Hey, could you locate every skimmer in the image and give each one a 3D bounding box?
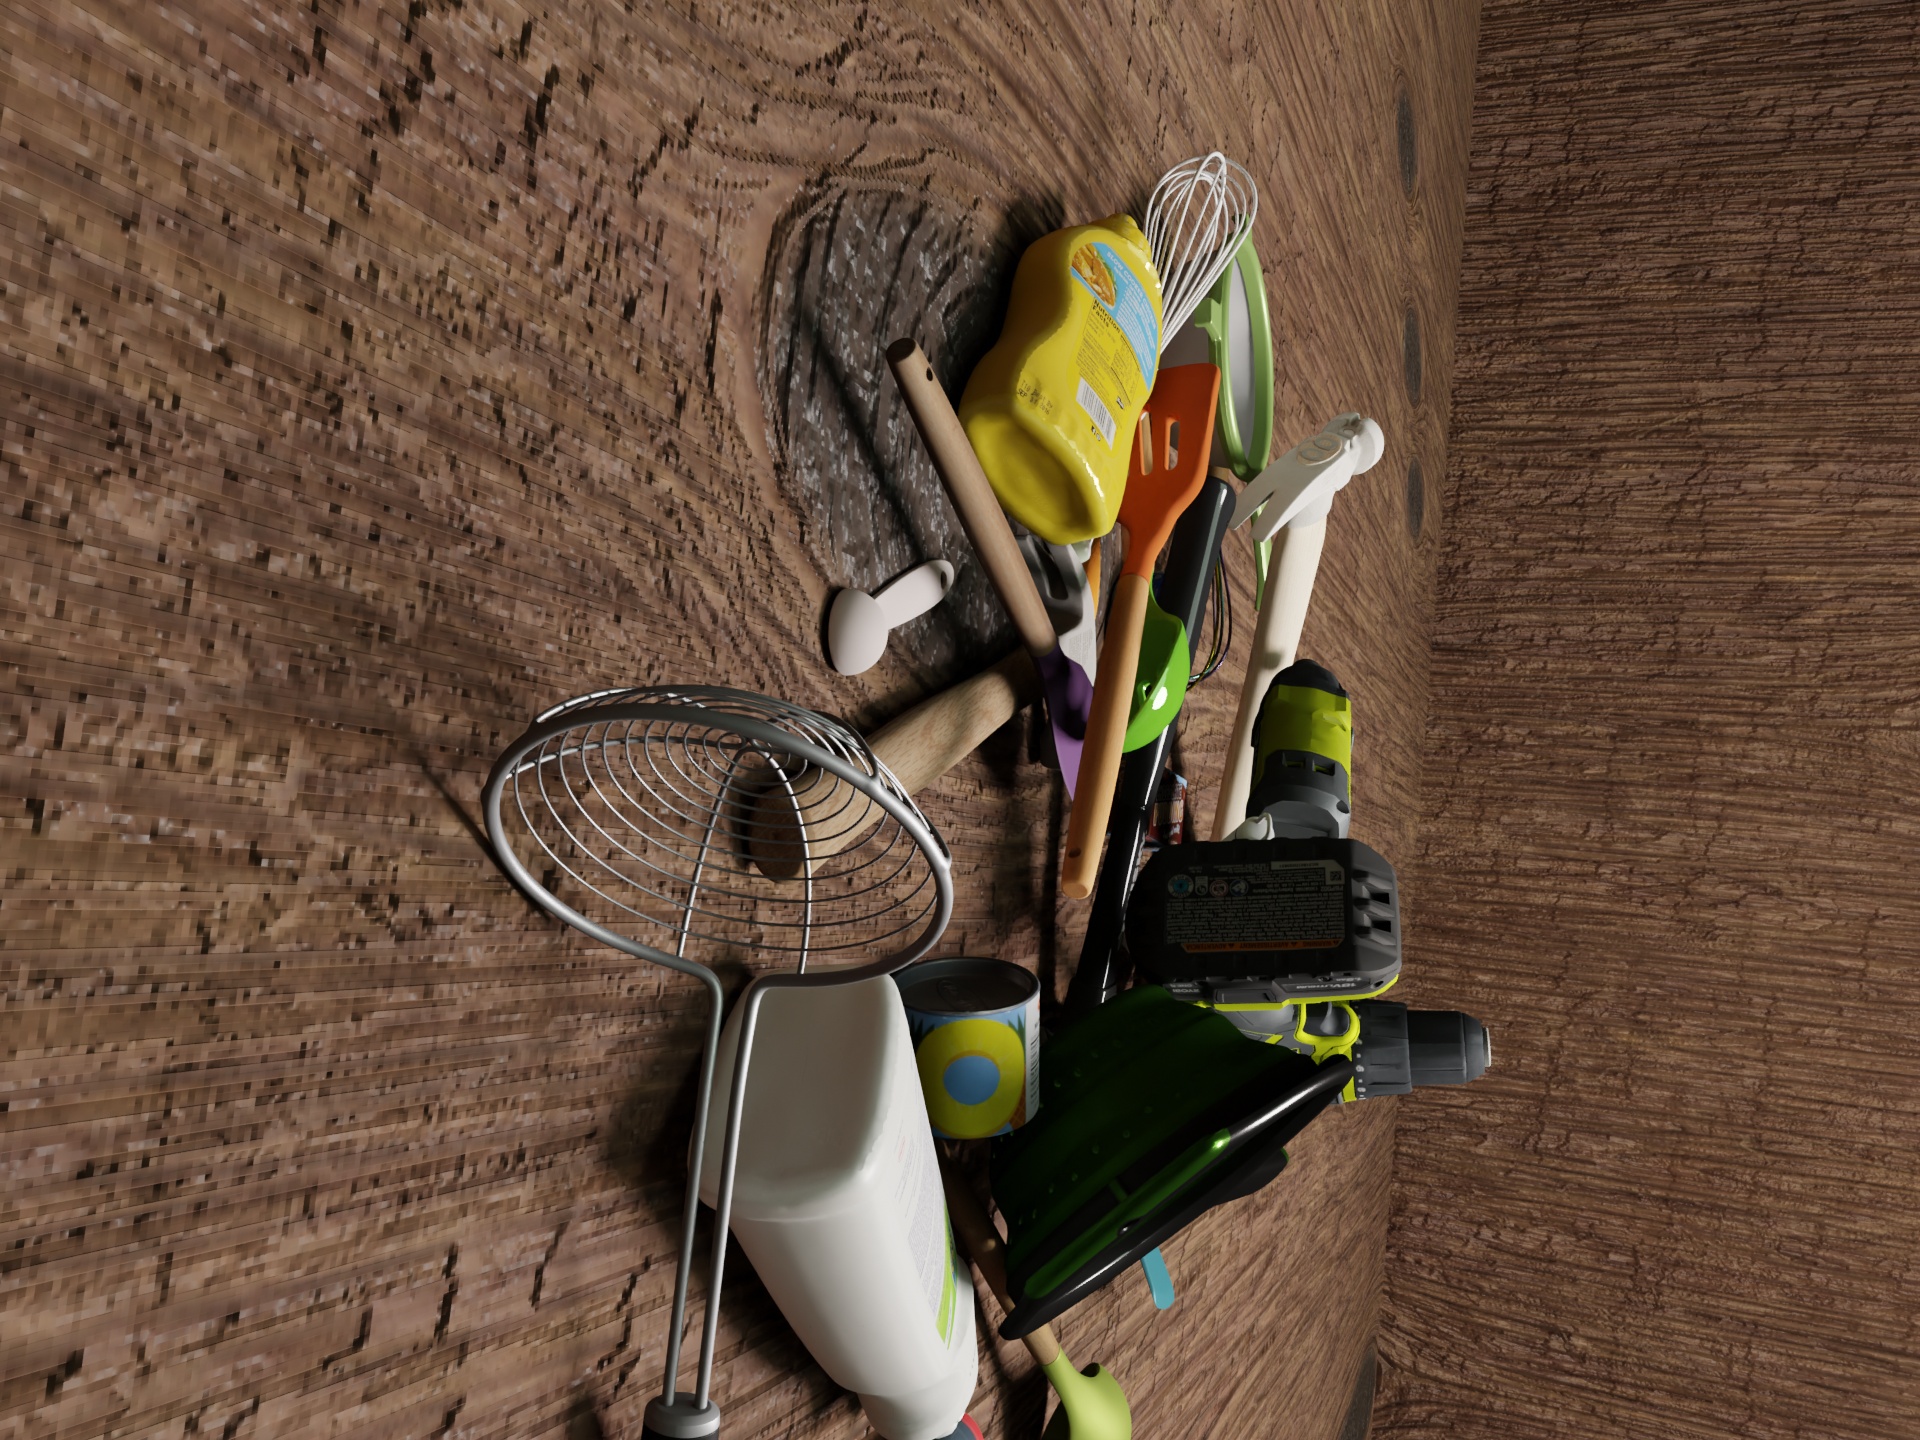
[{"bbox_3d":[-0.082,0.163,0.455,0.090,0.127,0.363,-67,165,-77],"label":"skimmer"}]

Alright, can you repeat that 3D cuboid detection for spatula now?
[{"bbox_3d":[0.133,0.220,1.057,0.082,0.044,0.318,45,51,-67],"label":"spatula"},{"bbox_3d":[0.028,-0.047,0.701,0.315,0.018,0.060,61,39,-50],"label":"spatula"},{"bbox_3d":[0.073,-0.053,0.735,0.041,0.081,0.323,60,31,-38],"label":"spatula"}]

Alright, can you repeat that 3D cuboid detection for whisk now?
[{"bbox_3d":[0.100,-0.198,0.861,0.057,0.059,0.246,50,60,-75],"label":"whisk"},{"bbox_3d":[0.165,-0.126,1.094,0.047,0.051,0.245,97,4,-62],"label":"whisk"}]

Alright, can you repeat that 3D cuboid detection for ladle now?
[{"bbox_3d":[0.026,0.312,0.828,0.078,0.062,0.319,-58,138,-38],"label":"ladle"}]

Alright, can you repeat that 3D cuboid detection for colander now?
[{"bbox_3d":[0.105,0.210,0.828,0.204,0.095,0.396,-41,158,7],"label":"colander"}]

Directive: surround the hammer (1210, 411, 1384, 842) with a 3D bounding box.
[{"bbox_3d":[0.195,0.001,1.068,0.146,0.038,0.410,-38,145,-38],"label":"hammer"}]

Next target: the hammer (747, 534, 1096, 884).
[{"bbox_3d":[-0.001,-0.002,0.704,0.331,0.031,0.130,-33,124,-63],"label":"hammer"}]

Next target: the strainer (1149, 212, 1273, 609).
[{"bbox_3d":[0.159,-0.179,1.013,0.152,0.069,0.256,-65,148,-48],"label":"strainer"}]

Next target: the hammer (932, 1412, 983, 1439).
[{"bbox_3d":[-0.059,0.335,0.552,0.143,0.038,0.386,-61,166,14],"label":"hammer"}]

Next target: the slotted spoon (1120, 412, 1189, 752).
[{"bbox_3d":[0.095,-0.097,0.840,0.070,0.031,0.314,-54,-159,40],"label":"slotted spoon"}]

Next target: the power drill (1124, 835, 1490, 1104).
[{"bbox_3d":[0.190,0.151,0.872,0.228,0.190,0.080,63,28,-54],"label":"power drill"}]

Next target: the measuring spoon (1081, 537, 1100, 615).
[{"bbox_3d":[0.069,-0.104,0.891,0.021,0.011,0.117,-22,119,-48],"label":"measuring spoon"}]

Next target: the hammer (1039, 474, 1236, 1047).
[{"bbox_3d":[0.099,0.030,0.875,0.146,0.035,0.335,7,96,-73],"label":"hammer"}]

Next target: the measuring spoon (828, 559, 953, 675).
[{"bbox_3d":[-0.022,-0.048,0.663,0.124,0.018,0.034,-40,130,-62],"label":"measuring spoon"}]

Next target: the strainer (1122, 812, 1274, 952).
[{"bbox_3d":[0.134,0.098,0.938,0.258,0.050,0.087,118,-19,-65],"label":"strainer"}]

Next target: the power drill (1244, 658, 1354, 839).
[{"bbox_3d":[0.197,0.082,1.002,0.171,0.080,0.223,-70,170,-53],"label":"power drill"}]
